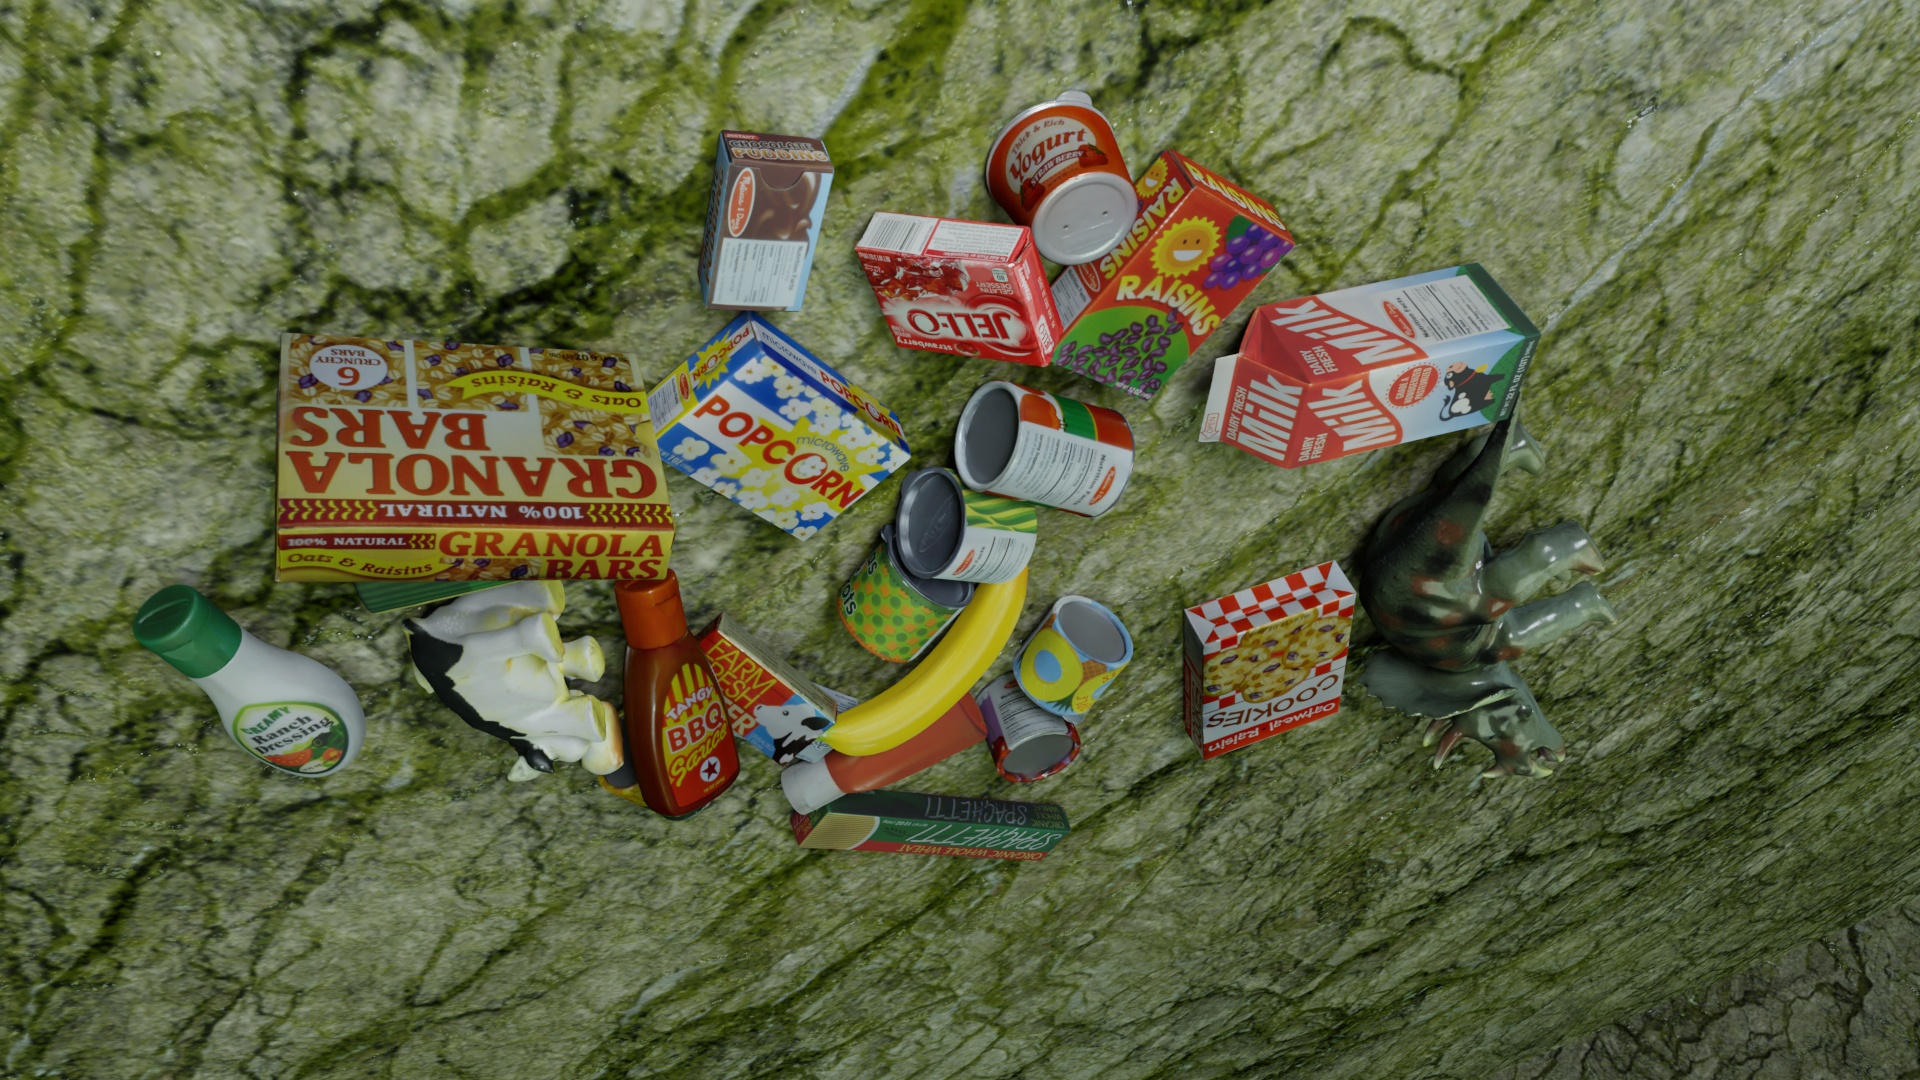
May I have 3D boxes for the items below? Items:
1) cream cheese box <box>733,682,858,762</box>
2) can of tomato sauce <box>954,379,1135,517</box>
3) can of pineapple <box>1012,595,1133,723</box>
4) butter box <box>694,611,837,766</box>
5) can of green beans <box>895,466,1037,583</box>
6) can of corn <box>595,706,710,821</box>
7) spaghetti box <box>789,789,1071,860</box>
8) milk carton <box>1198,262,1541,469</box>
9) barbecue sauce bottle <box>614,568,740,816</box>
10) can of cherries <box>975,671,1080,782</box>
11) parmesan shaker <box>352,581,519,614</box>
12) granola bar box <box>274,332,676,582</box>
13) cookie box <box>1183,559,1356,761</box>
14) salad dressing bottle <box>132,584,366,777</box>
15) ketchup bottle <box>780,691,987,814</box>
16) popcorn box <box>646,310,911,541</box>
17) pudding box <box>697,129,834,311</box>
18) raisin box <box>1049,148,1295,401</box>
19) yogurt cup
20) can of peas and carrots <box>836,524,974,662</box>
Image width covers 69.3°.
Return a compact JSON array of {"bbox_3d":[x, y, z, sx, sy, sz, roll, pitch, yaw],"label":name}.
[{"bbox_3d":[-0.121,0.118,0.955,0.053,0.024,0.103,-40,138,19],"label":"cream cheese box"},{"bbox_3d":[0.047,-0.054,0.805,0.083,0.071,0.071,11,131,-34],"label":"can of tomato sauce"},{"bbox_3d":[0.080,0.082,0.973,0.071,0.071,0.057,9,132,-33],"label":"can of pineapple"},{"bbox_3d":[-0.133,0.096,0.890,0.053,0.024,0.103,-41,113,18],"label":"butter box"},{"bbox_3d":[0.004,-0.008,0.830,0.058,0.071,0.071,6,134,-39],"label":"can of green beans"},{"bbox_3d":[-0.195,0.144,0.913,0.071,0.071,0.058,-33,140,13],"label":"can of corn"},{"bbox_3d":[-0.018,0.232,1.132,0.250,0.029,0.050,13,131,-36],"label":"spaghetti box"},{"bbox_3d":[0.235,-0.101,0.831,0.191,0.074,0.072,-13,141,-12],"label":"milk carton"},{"bbox_3d":[-0.175,0.089,0.837,0.065,0.043,0.148,-32,123,-43],"label":"barbecue sauce bottle"},{"bbox_3d":[0.050,0.139,1.033,0.071,0.058,0.071,-13,140,-11],"label":"can of cherries"},{"bbox_3d":[-0.255,-0.004,0.711,0.103,0.071,0.071,-13,141,-10],"label":"parmesan shaker"},{"bbox_3d":[-0.225,-0.039,0.643,0.166,0.125,0.038,0,137,-26],"label":"granola bar box"},{"bbox_3d":[0.239,0.097,1.090,0.123,0.040,0.166,-18,140,-6],"label":"cookie box"},{"bbox_3d":[-0.389,0.079,0.765,0.064,0.044,0.147,-24,141,0],"label":"salad dressing bottle"},{"bbox_3d":[-0.058,0.151,1.007,0.149,0.044,0.064,-28,133,8],"label":"ketchup bottle"},{"bbox_3d":[-0.099,-0.059,0.748,0.085,0.038,0.126,-37,139,17],"label":"popcorn box"},{"bbox_3d":[-0.093,-0.149,0.654,0.050,0.030,0.083,-2,137,-22],"label":"pudding box"},{"bbox_3d":[0.107,-0.141,0.752,0.086,0.040,0.123,17,129,-37],"label":"raisin box"},{"bbox_3d":[0.052,-0.172,0.677,0.072,0.054,0.072,-13,141,-11],"label":"yogurt cup"},{"bbox_3d":[-0.037,0.032,0.863,0.071,0.071,0.058,17,128,-38],"label":"can of peas and carrots"}]
